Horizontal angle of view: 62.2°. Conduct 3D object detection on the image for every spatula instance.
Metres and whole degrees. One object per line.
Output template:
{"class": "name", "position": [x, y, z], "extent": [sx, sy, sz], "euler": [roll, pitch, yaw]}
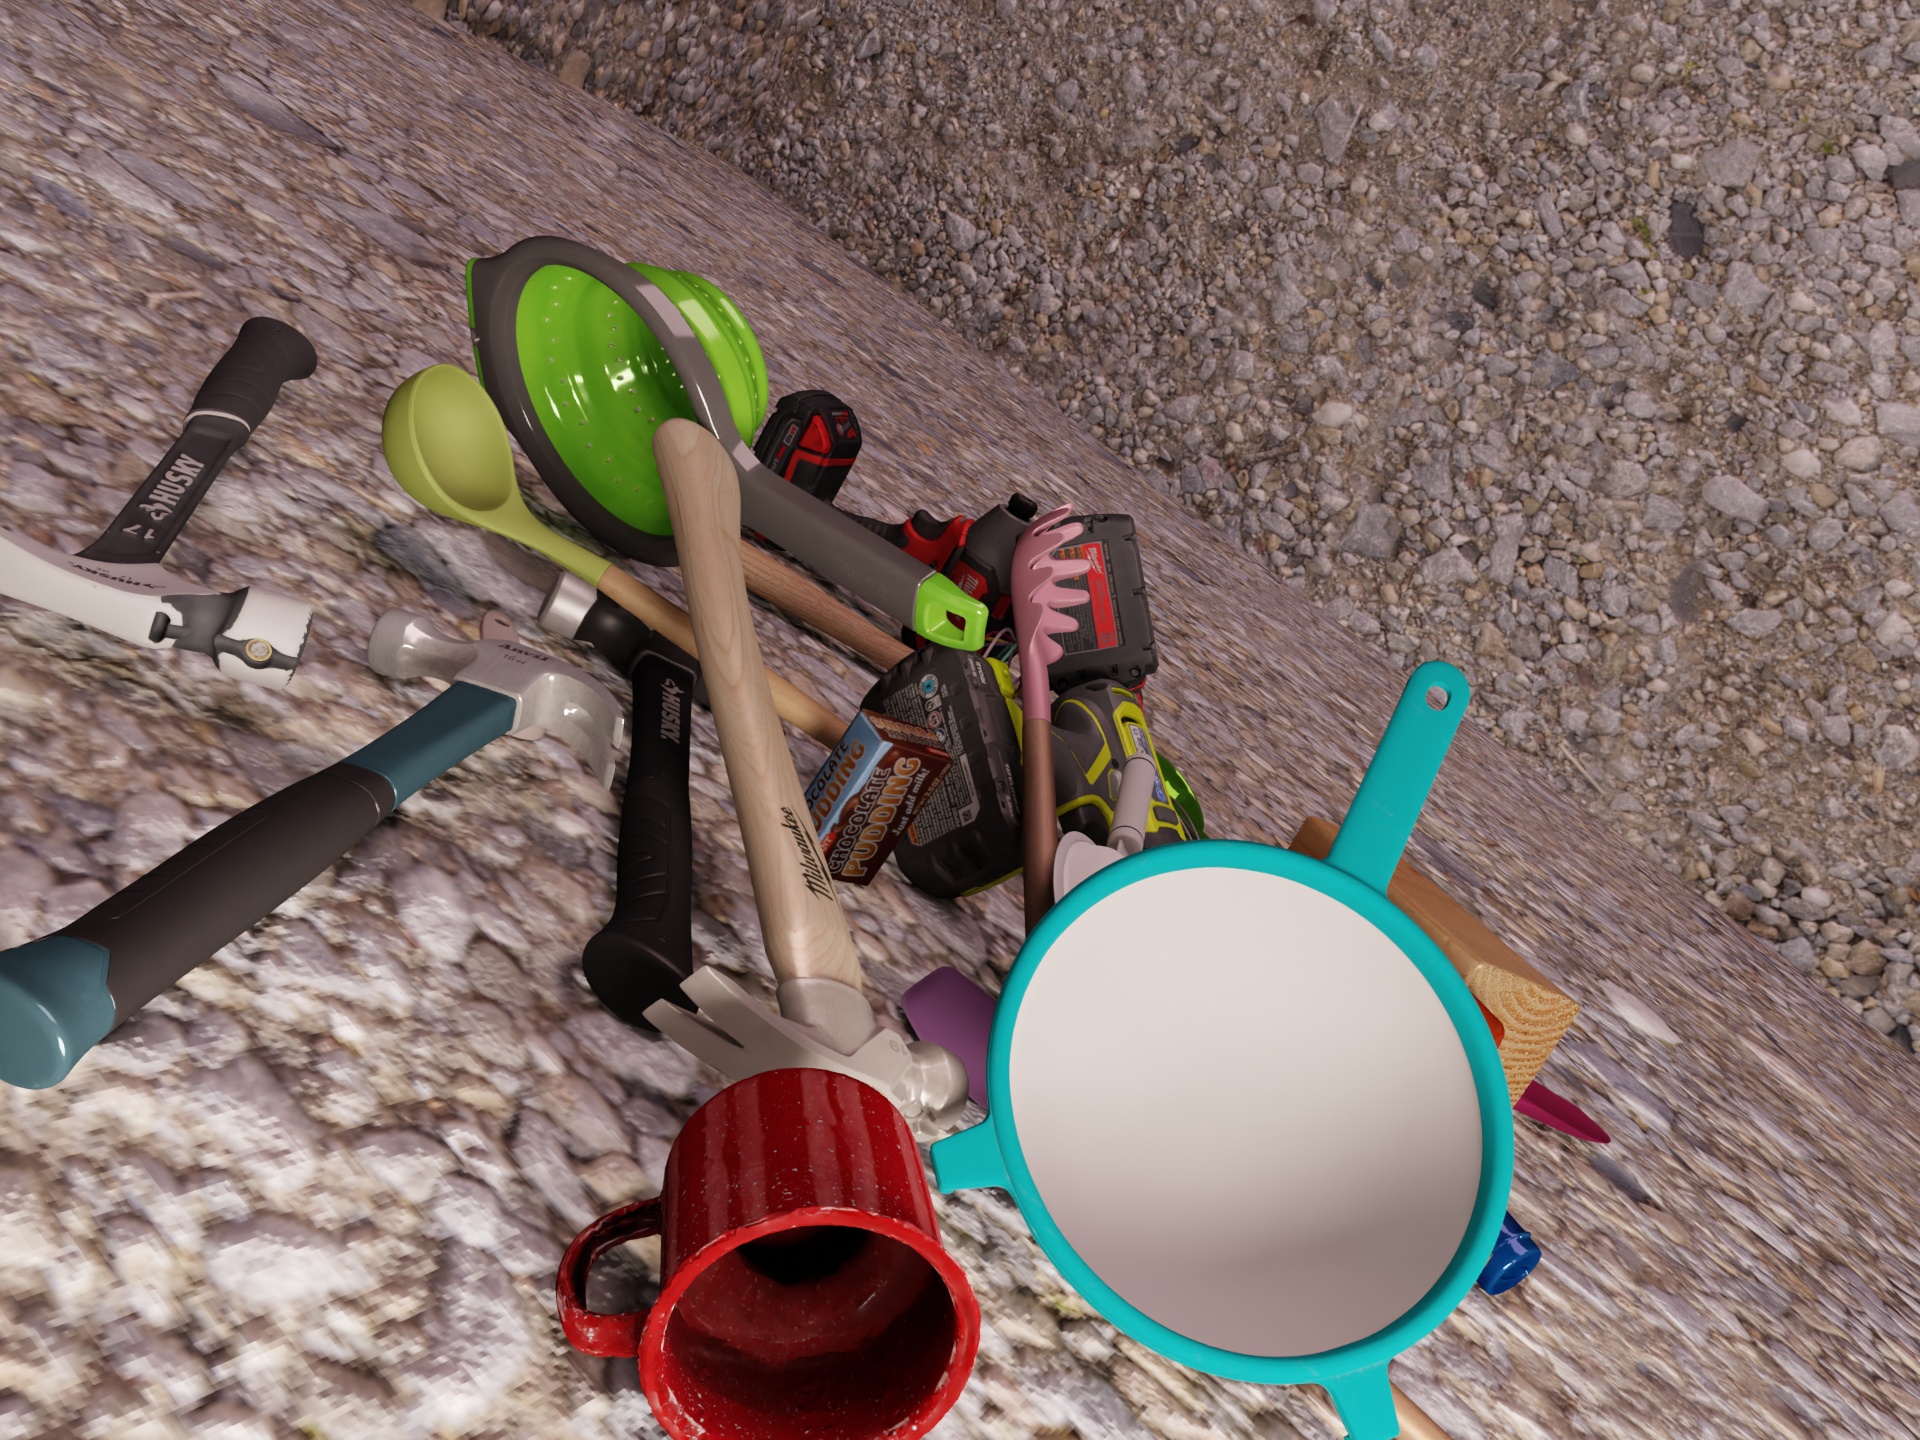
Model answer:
{"class": "spatula", "position": [0.096, 0.218, 0.683], "extent": [0.316, 0.018, 0.060], "euler": [39, 33, 16]}

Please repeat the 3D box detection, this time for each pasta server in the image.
{"class": "pasta server", "position": [0.047, 0.025, 0.812], "extent": [0.060, 0.040, 0.316], "euler": [58, 27, -56]}

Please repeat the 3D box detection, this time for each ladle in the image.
{"class": "ladle", "position": [-0.154, -0.067, 0.809], "extent": [0.320, 0.062, 0.078], "euler": [35, 31, -4]}

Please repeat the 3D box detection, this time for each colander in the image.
{"class": "colander", "position": [-0.120, -0.161, 0.918], "extent": [0.397, 0.204, 0.094], "euler": [33, 50, 23]}

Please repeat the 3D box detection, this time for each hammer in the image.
{"class": "hammer", "position": [-0.357, -0.131, 0.742], "extent": [0.149, 0.036, 0.409], "euler": [19, 20, -22]}
{"class": "hammer", "position": [-0.103, -0.011, 0.710], "extent": [0.146, 0.038, 0.411], "euler": [35, 25, -43]}
{"class": "hammer", "position": [-0.218, 0.029, 0.555], "extent": [0.128, 0.033, 0.331], "euler": [17, 20, 4]}
{"class": "hammer", "position": [-0.106, -0.080, 1.084], "extent": [0.331, 0.031, 0.130], "euler": [32, 17, -8]}
{"class": "hammer", "position": [-0.134, 0.032, 0.730], "extent": [0.146, 0.035, 0.335], "euler": [27, 19, -21]}

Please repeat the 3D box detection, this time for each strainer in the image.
{"class": "strainer", "position": [0.086, 0.067, 0.828], "extent": [0.086, 0.050, 0.258], "euler": [64, 19, -16]}
{"class": "strainer", "position": [0.138, 0.116, 0.683], "extent": [0.211, 0.095, 0.340], "euler": [30, 59, 6]}

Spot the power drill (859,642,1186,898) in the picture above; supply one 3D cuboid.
{"class": "power drill", "position": [0.052, 0.046, 0.919], "extent": [0.223, 0.080, 0.171], "euler": [16, 52, -51]}

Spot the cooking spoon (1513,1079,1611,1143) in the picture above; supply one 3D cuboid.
{"class": "cooking spoon", "position": [0.335, 0.241, 1.059], "extent": [0.318, 0.017, 0.069], "euler": [23, 16, -34]}

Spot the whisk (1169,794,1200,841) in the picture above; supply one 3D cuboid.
{"class": "whisk", "position": [0.167, 0.129, 1.003], "extent": [0.055, 0.055, 0.239], "euler": [14, 31, -48]}

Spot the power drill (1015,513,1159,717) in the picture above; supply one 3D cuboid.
{"class": "power drill", "position": [0.091, -0.080, 1.138], "extent": [0.226, 0.080, 0.188], "euler": [57, 24, -77]}

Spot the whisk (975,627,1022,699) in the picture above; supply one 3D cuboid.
{"class": "whisk", "position": [0.000, -0.003, 0.987], "extent": [0.047, 0.051, 0.245], "euler": [54, 30, -10]}

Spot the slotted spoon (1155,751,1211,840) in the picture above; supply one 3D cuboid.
{"class": "slotted spoon", "position": [0.185, 0.109, 1.097], "extent": [0.070, 0.031, 0.314], "euler": [31, 15, -28]}

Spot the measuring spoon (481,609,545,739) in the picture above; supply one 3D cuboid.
{"class": "measuring spoon", "position": [-0.217, -0.029, 0.766], "extent": [0.034, 0.018, 0.124], "euler": [24, 19, -30]}

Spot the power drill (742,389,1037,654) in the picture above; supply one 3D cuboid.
{"class": "power drill", "position": [-0.051, -0.148, 1.182], "extent": [0.220, 0.143, 0.078], "euler": [35, 20, 10]}
